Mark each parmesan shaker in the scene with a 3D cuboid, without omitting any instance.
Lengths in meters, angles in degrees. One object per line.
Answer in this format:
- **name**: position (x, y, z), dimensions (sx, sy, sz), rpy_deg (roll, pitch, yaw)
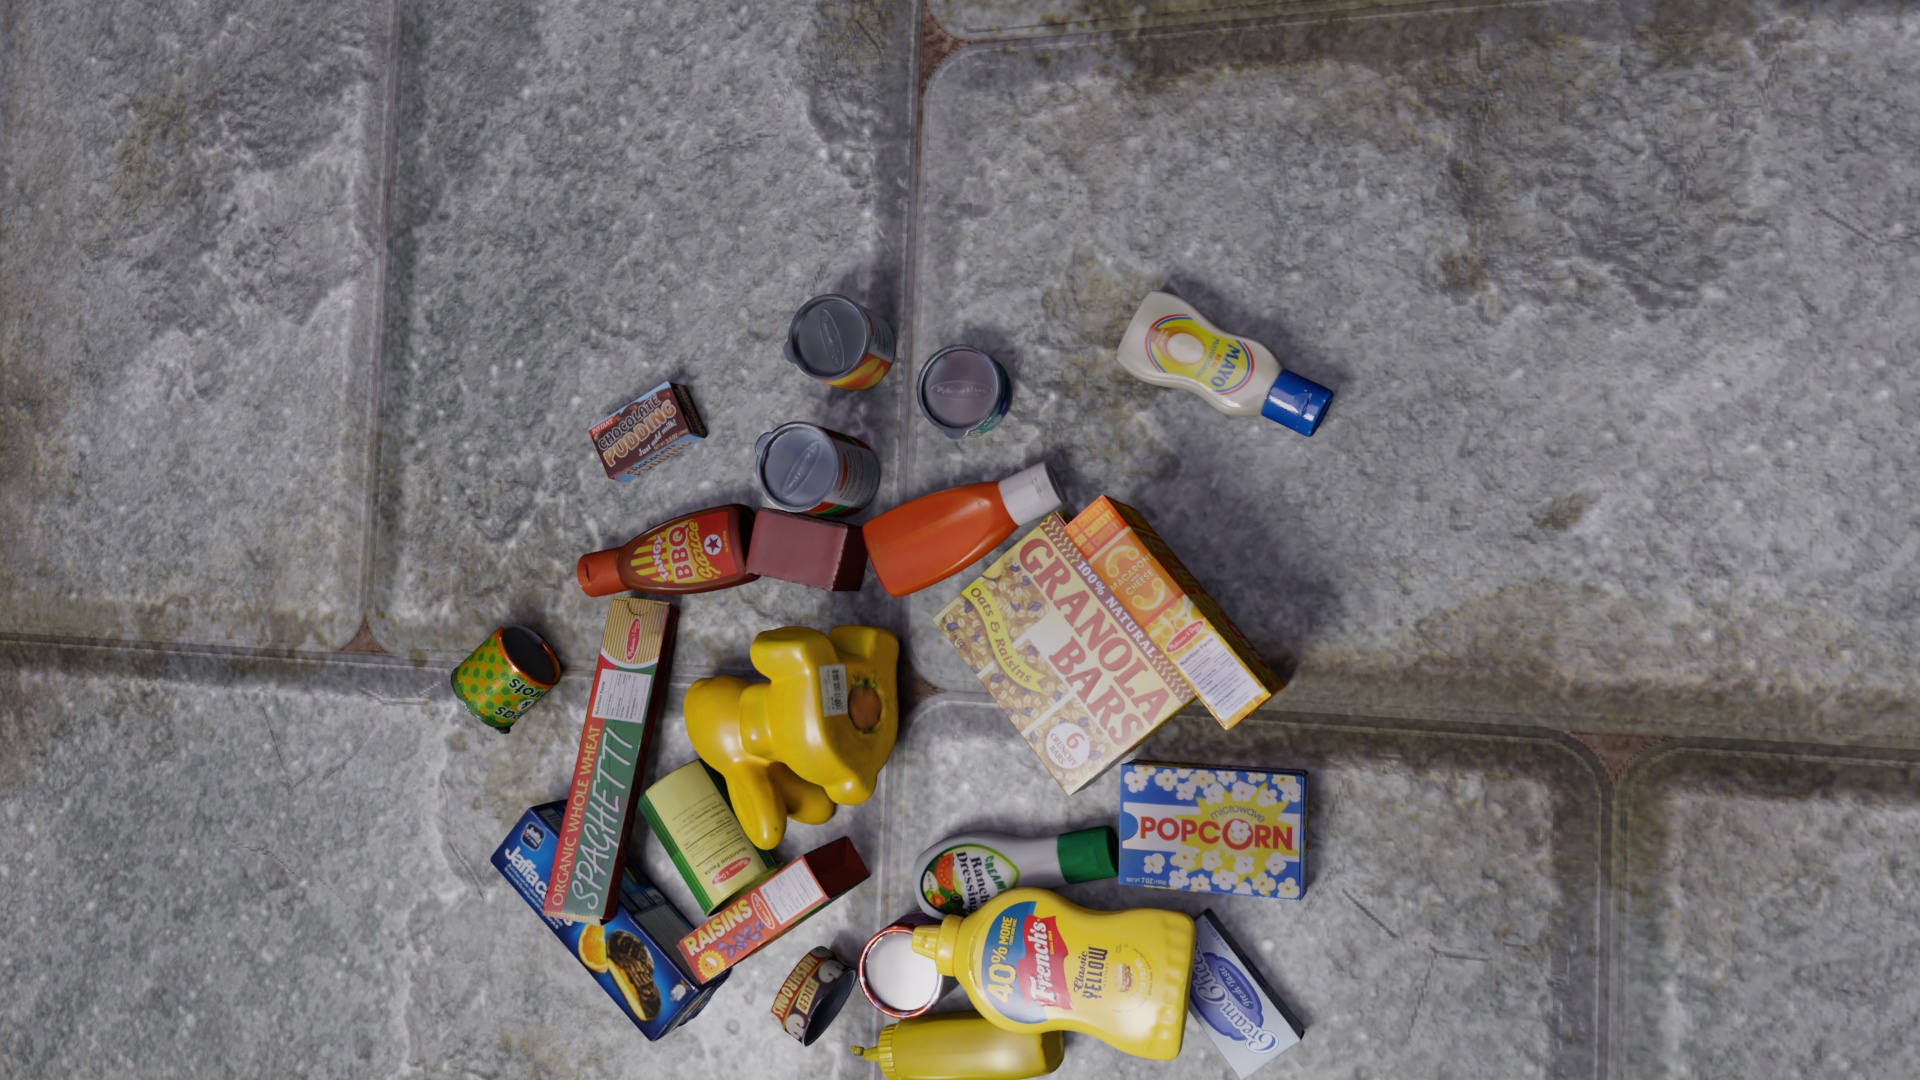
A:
- **parmesan shaker**: position (-0.192, 0.226, 1.069), dimensions (0.071, 0.071, 0.103), rpy_deg (-39, 76, 13)

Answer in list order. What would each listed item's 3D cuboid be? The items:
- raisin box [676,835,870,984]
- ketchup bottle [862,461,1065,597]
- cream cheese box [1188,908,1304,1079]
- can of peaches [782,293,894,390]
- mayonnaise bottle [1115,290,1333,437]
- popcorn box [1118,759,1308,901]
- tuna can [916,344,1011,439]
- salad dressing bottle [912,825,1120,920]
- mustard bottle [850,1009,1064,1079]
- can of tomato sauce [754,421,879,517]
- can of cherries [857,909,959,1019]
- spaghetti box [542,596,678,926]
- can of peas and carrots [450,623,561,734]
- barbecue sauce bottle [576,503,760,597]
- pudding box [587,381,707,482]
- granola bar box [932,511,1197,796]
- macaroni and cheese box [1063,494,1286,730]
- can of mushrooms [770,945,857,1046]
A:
- **raisin box**: position (-0.138, 0.274, 1.037), dimensions (0.123, 0.086, 0.040), rpy_deg (-37, 79, 13)
- **ketchup bottle**: position (0.004, -0.013, 1.029), dimensions (0.148, 0.043, 0.065), rpy_deg (-24, 81, 15)
- **cream cheese box**: position (0.184, 0.314, 0.963), dimensions (0.053, 0.024, 0.104), rpy_deg (-42, 76, 13)
- **can of peaches**: position (-0.092, -0.149, 1.060), dimensions (0.071, 0.058, 0.071), rpy_deg (-1, 88, 18)
- **mayonnaise bottle**: position (0.187, -0.120, 0.977), dimensions (0.148, 0.041, 0.064), rpy_deg (28, 94, 18)
- **popcorn box**: position (0.176, 0.199, 0.964), dimensions (0.127, 0.038, 0.085), rpy_deg (1, 88, 18)
- **tuna can**: position (0.003, -0.109, 1.040), dimensions (0.071, 0.033, 0.071), rpy_deg (-1, 87, 18)
- **salad dressing bottle**: position (0.041, 0.236, 1.003), dimensions (0.147, 0.044, 0.064), rpy_deg (-15, 85, 16)
- **mustard bottle**: position (-0.007, 0.366, 1.003), dimensions (0.160, 0.065, 0.049), rpy_deg (-13, 75, 22)
- **can of tomato sauce**: position (-0.108, -0.052, 1.046), dimensions (0.071, 0.083, 0.071), rpy_deg (-1, 87, 18)
- **can of cherries**: position (-0.037, 0.310, 1.016), dimensions (0.071, 0.058, 0.071), rpy_deg (-1, 87, 17)
- **spaghetti box**: position (-0.270, 0.168, 1.079), dimensions (0.050, 0.028, 0.250), rpy_deg (7, 74, 7)
- **can of peas and carrots**: position (-0.368, 0.112, 1.130), dimensions (0.058, 0.071, 0.071), rpy_deg (-41, 76, 11)
- **barbecue sauce bottle**: position (-0.232, 0.015, 1.104), dimensions (0.148, 0.044, 0.065), rpy_deg (-12, 83, 17)
- **pudding box**: position (-0.253, -0.088, 1.123), dimensions (0.083, 0.030, 0.050), rpy_deg (-27, 78, 15)
- **granola bar box**: position (0.077, 0.080, 0.999), dimensions (0.124, 0.039, 0.166), rpy_deg (-42, 76, 15)
- **macaroni and cheese box**: position (0.146, 0.048, 0.937), dimensions (0.040, 0.124, 0.167), rpy_deg (-42, 76, 11)
- **can of mushrooms**: position (-0.110, 0.338, 1.032), dimensions (0.033, 0.071, 0.071), rpy_deg (30, 96, 19)
